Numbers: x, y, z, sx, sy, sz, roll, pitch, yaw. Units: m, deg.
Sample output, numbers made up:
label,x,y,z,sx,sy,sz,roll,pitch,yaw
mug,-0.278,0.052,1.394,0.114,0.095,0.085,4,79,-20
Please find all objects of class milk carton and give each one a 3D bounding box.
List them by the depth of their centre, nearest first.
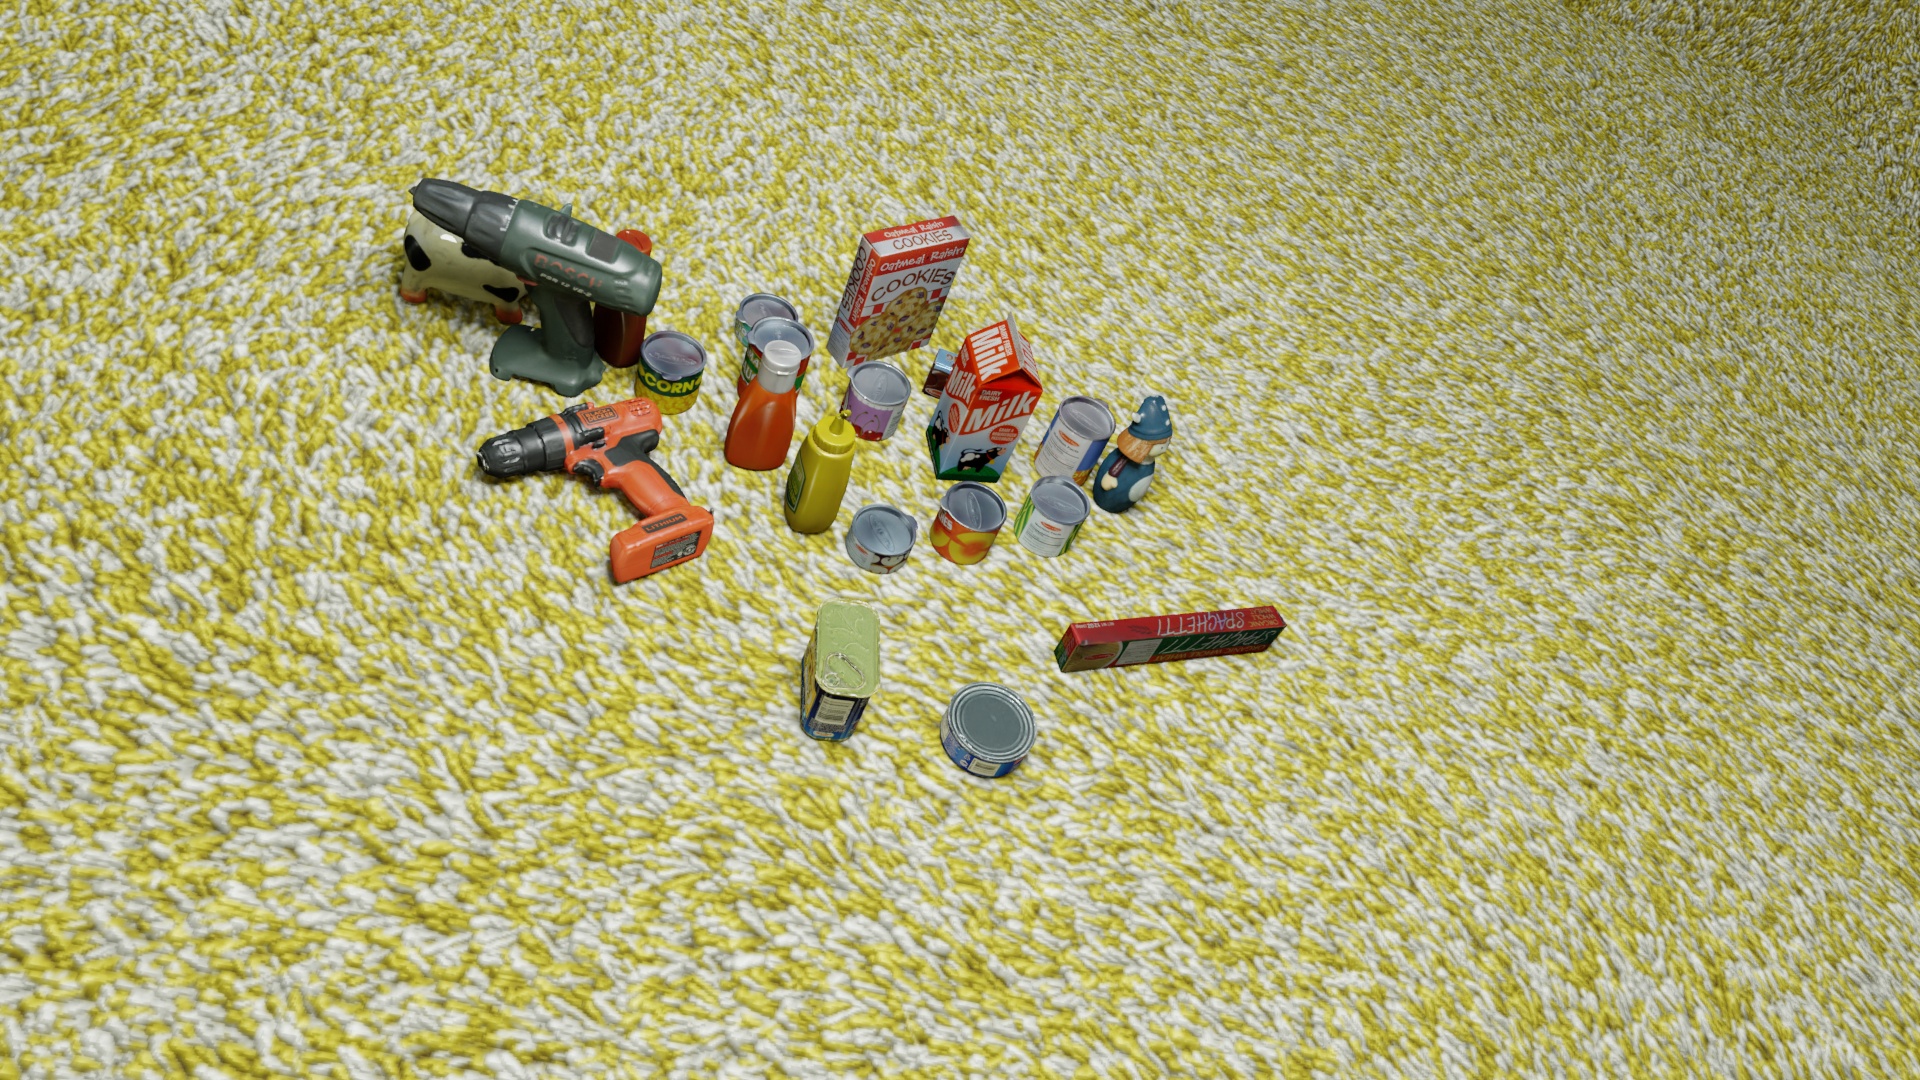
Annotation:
label,x,y,z,sx,sy,sz,roll,pitch,yaw
milk carton,0.029,-0.147,1.444,0.073,0.189,0.072,2,51,-21

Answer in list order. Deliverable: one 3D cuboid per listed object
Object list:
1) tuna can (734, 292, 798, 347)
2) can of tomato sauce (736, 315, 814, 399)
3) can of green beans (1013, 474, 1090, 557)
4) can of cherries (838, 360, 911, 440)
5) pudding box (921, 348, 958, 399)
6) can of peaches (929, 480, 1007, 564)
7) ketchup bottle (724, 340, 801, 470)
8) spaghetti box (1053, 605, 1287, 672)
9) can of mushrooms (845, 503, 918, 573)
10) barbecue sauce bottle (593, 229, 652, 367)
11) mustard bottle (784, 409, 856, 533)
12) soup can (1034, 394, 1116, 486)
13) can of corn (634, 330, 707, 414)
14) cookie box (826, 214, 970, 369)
label,x,y,z,sx,sy,sz,roll,pitch,yaw
tuna can,-0.216,-0.238,1.528,0.071,0.032,0.071,12,48,-13
can of tomato sauce,-0.196,-0.182,1.455,0.071,0.082,0.071,12,48,-13
can of green beans,0.096,-0.025,1.458,0.071,0.057,0.071,12,48,-13
can of cherries,-0.094,-0.150,1.486,0.071,0.058,0.072,12,48,-13
pudding box,0.005,-0.177,1.555,0.084,0.049,0.030,19,47,-6
can of peaches,0.005,-0.018,1.414,0.071,0.057,0.071,12,48,-13
ketchup bottle,-0.190,-0.132,1.369,0.065,0.148,0.044,2,51,-21
spaghetti box,0.215,0.099,1.407,0.251,0.049,0.029,-3,53,-25
can of mushrooms,-0.078,-0.002,1.384,0.071,0.033,0.071,12,48,-13
barbecue sauce bottle,-0.341,-0.247,1.405,0.044,0.147,0.065,-23,63,-36
mustard bottle,-0.132,-0.074,1.336,0.049,0.159,0.065,0,52,-22
soup can,0.126,-0.109,1.524,0.071,0.083,0.072,12,48,-13
can of corn,-0.297,-0.169,1.419,0.071,0.058,0.071,12,48,-13
cookie box,-0.070,-0.273,1.526,0.123,0.166,0.040,-21,62,-35
